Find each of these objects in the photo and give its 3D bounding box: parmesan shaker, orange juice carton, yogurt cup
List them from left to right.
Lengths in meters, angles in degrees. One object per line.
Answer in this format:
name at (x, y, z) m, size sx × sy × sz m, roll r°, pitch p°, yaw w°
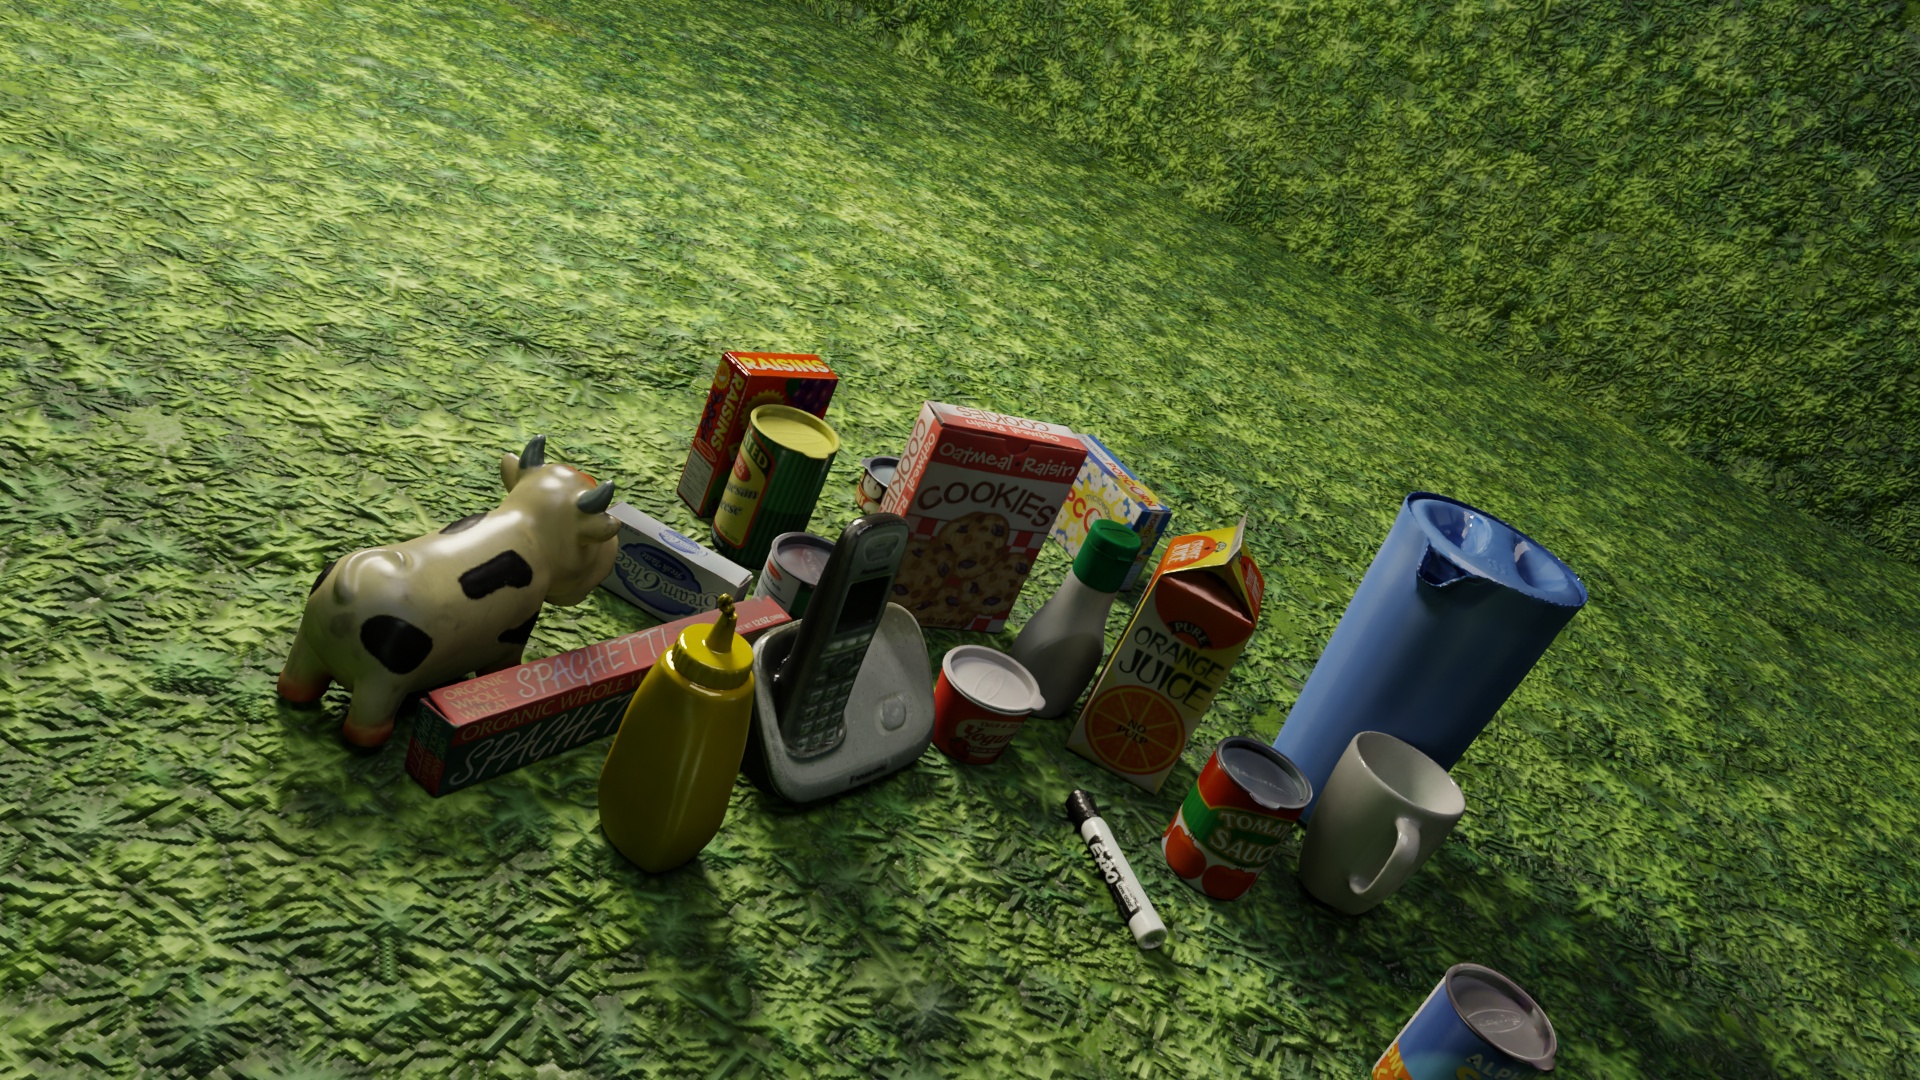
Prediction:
parmesan shaker at (-0.134, -0.036, 1.002) m, size 0.071 × 0.102 × 0.071 m, roll 20°, pitch 26°, yaw -10°
yogurt cup at (0.011, 0.110, 0.912) m, size 0.072 × 0.053 × 0.073 m, roll 20°, pitch 27°, yaw -10°
orange juice carton at (0.148, 0.070, 0.945) m, size 0.073 × 0.191 × 0.072 m, roll 28°, pitch 26°, yaw 6°

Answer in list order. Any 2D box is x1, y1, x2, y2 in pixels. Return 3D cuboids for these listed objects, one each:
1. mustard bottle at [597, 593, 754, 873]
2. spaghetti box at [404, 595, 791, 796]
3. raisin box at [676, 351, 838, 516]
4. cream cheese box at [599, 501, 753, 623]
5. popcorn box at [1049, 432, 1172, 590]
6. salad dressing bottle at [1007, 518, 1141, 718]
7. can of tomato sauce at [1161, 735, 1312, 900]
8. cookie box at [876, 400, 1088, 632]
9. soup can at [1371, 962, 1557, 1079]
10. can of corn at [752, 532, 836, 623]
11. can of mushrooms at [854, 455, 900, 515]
mustard bottle at (-0.136, 0.093, 0.699) m, size 0.065 × 0.159 × 0.049 m, roll 38°, pitch 29°, yaw 25°
spaghetti box at (-0.196, 0.082, 0.792) m, size 0.029 × 0.050 × 0.251 m, roll 37°, pitch 29°, yaw 24°
raisin box at (-0.152, -0.080, 1.044) m, size 0.086 × 0.122 × 0.040 m, roll -4°, pitch 38°, yaw -44°
cream cheese box at (-0.190, 0.022, 0.902) m, size 0.104 × 0.053 × 0.024 m, roll 28°, pitch 26°, yaw 7°
popcorn box at (0.120, -0.026, 1.219) m, size 0.038 × 0.084 × 0.127 m, roll 3°, pitch 34°, yaw -37°
salad dressing bottle at (0.079, 0.055, 0.965) m, size 0.064 × 0.147 × 0.044 m, roll 10°, pitch 30°, yaw -28°
can of tomato sauce at (0.176, 0.179, 0.890) m, size 0.071 × 0.082 × 0.071 m, roll 20°, pitch 27°, yaw -10°
cookie box at (0.004, -0.013, 1.002) m, size 0.123 × 0.166 × 0.040 m, roll 8°, pitch 31°, yaw -31°
soup can at (0.280, 0.291, 0.771) m, size 0.071 × 0.083 × 0.072 m, roll 20°, pitch 27°, yaw -10°
can of corn at (-0.103, 0.037, 0.944) m, size 0.071 × 0.058 × 0.071 m, roll 20°, pitch 27°, yaw -10°
can of mushrooms at (-0.055, -0.041, 1.155) m, size 0.071 × 0.033 × 0.071 m, roll 20°, pitch 27°, yaw -10°
